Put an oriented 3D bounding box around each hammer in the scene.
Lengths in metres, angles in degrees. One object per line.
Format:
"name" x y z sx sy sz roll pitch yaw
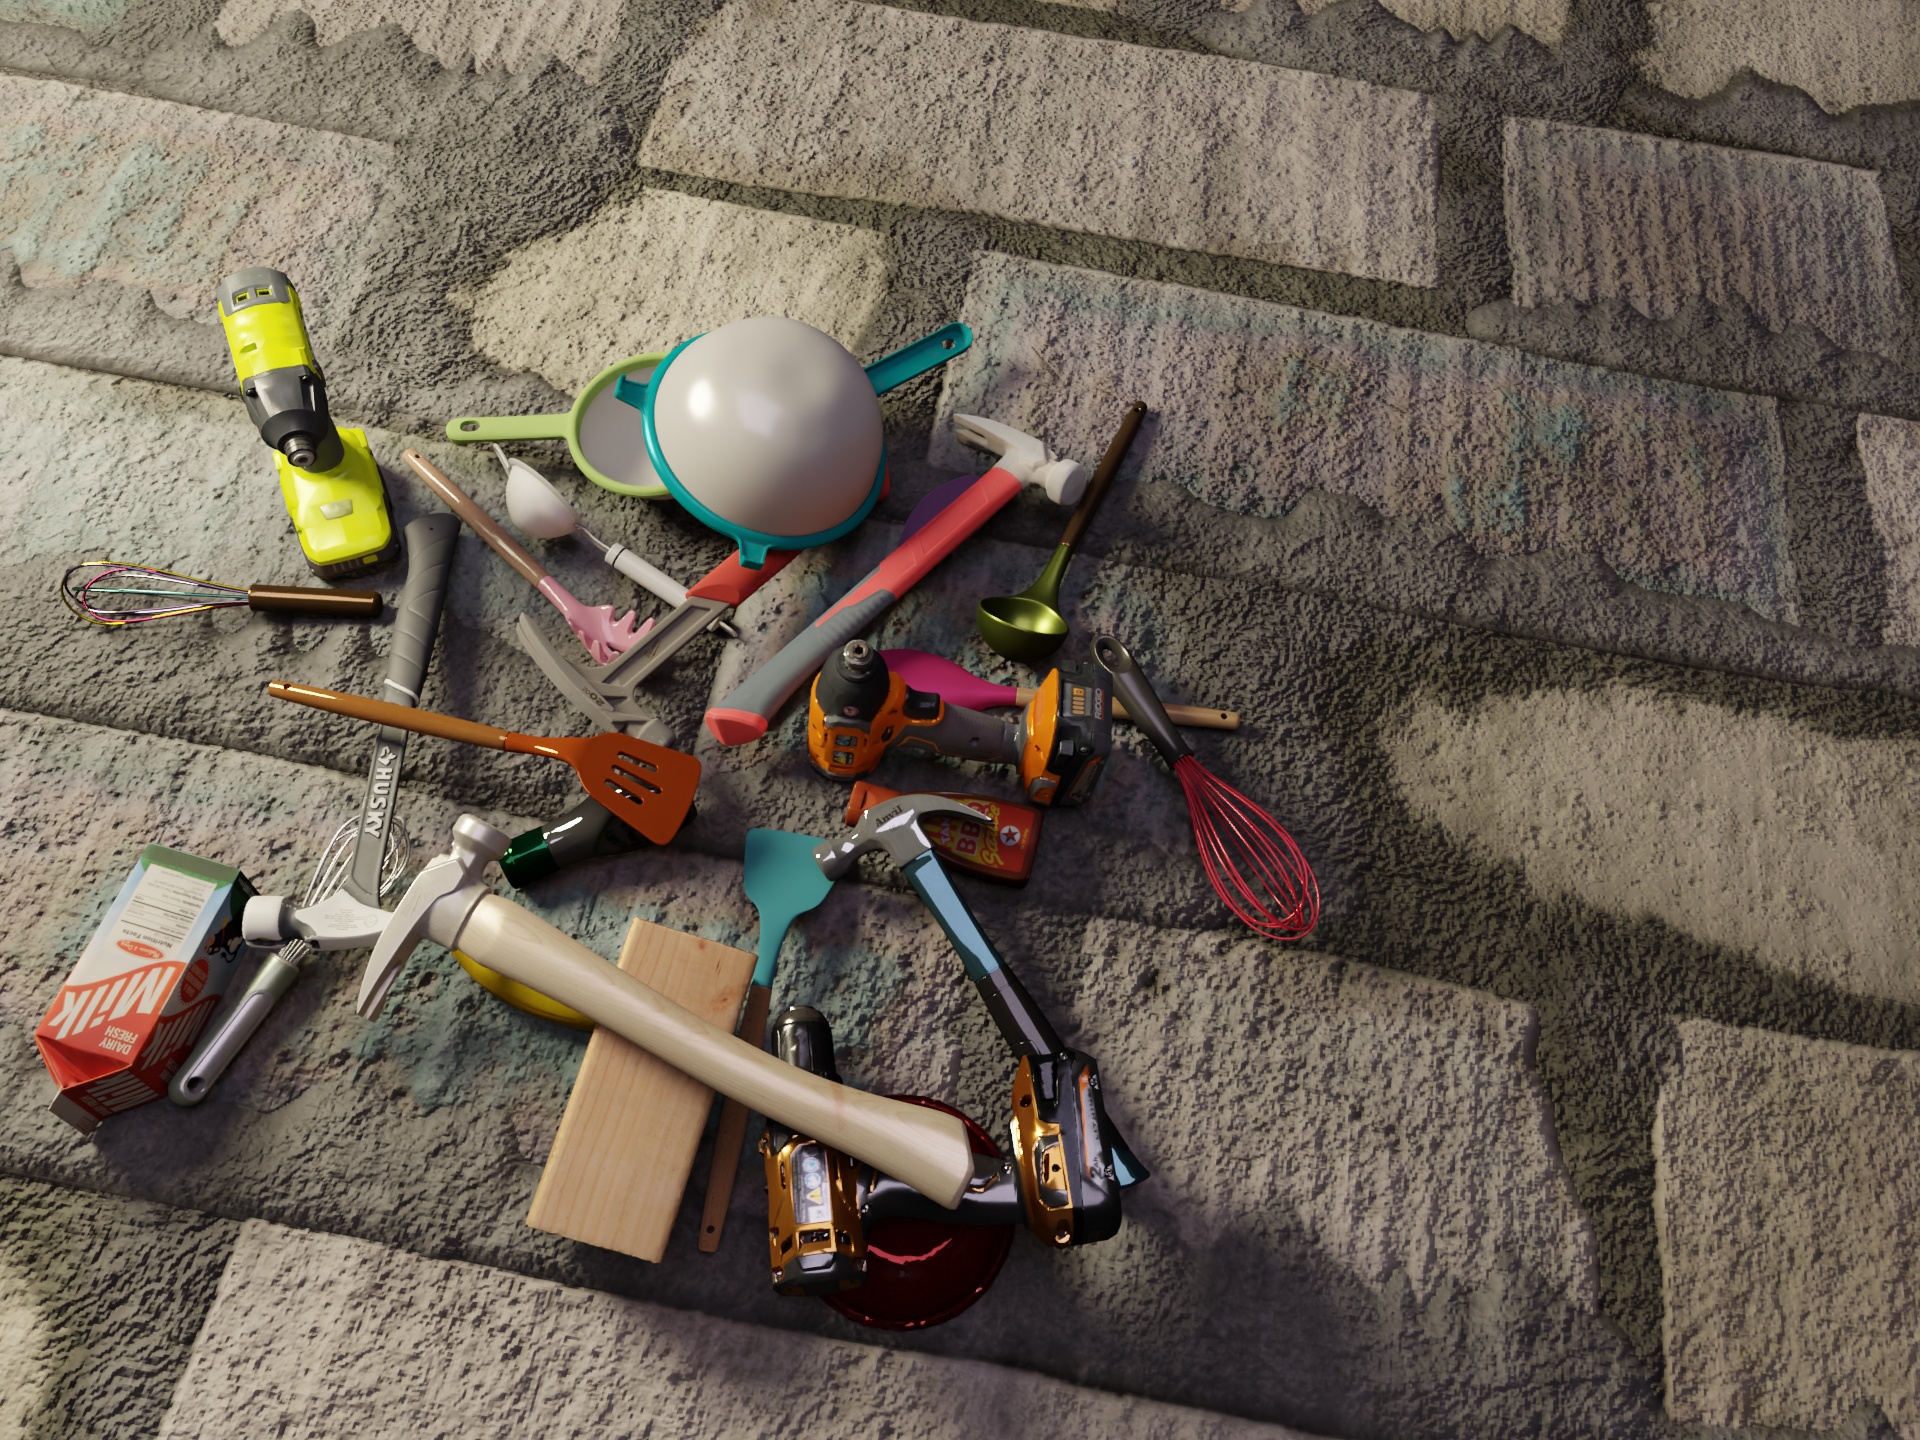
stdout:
"hammer" -0.071 -0.120 1.315 0.143 0.038 0.386 31 62 32
"hammer" -0.183 0.209 1.010 0.411 0.038 0.146 25 73 11
"hammer" 0.028 0.197 1.157 0.128 0.033 0.331 -33 75 -2
"hammer" -0.185 -0.125 1.297 0.149 0.036 0.359 45 57 -2
"hammer" -0.424 -0.007 1.211 0.149 0.036 0.409 2 52 -7

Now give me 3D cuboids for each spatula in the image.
"spatula" -0.148 0.223 1.157 0.082 0.044 0.318 11 66 -1
"spatula" -0.076 -0.108 1.342 0.060 0.018 0.316 34 63 18
"spatula" -0.354 0.016 1.170 0.322 0.041 0.081 13 53 5

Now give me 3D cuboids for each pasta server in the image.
"pasta server" -0.362 -0.137 1.322 0.316 0.040 0.060 41 41 18

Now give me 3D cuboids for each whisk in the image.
"whisk" -0.594 -0.097 1.284 0.245 0.051 0.047 2 82 -8
"whisk" -0.480 0.168 1.144 0.059 0.057 0.246 6 56 47
"whisk" 0.185 0.047 1.251 0.073 0.073 0.296 -25 66 -17

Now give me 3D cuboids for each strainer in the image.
"strainer" -0.308 -0.237 1.369 0.256 0.069 0.152 -1 63 4
"strainer" -0.293 -0.140 1.315 0.258 0.087 0.050 33 72 1
"strainer" -0.100 -0.282 1.328 0.340 0.095 0.211 -34 85 -31

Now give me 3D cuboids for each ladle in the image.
"ladle" 0.102 -0.174 1.373 0.078 0.062 0.320 22 59 11

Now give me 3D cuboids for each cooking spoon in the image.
"cooking spoon" 0.071 -0.017 1.305 0.319 0.017 0.069 7 64 -1

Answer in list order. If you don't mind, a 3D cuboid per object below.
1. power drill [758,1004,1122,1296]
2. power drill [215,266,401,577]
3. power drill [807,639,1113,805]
"power drill" -0.020 0.270 1.048 0.226 0.084 0.186 -7 61 -3
"power drill" -0.510 -0.217 1.246 0.080 0.223 0.171 -18 65 -14
"power drill" -0.002 -0.004 1.211 0.226 0.164 0.084 6 62 -4
